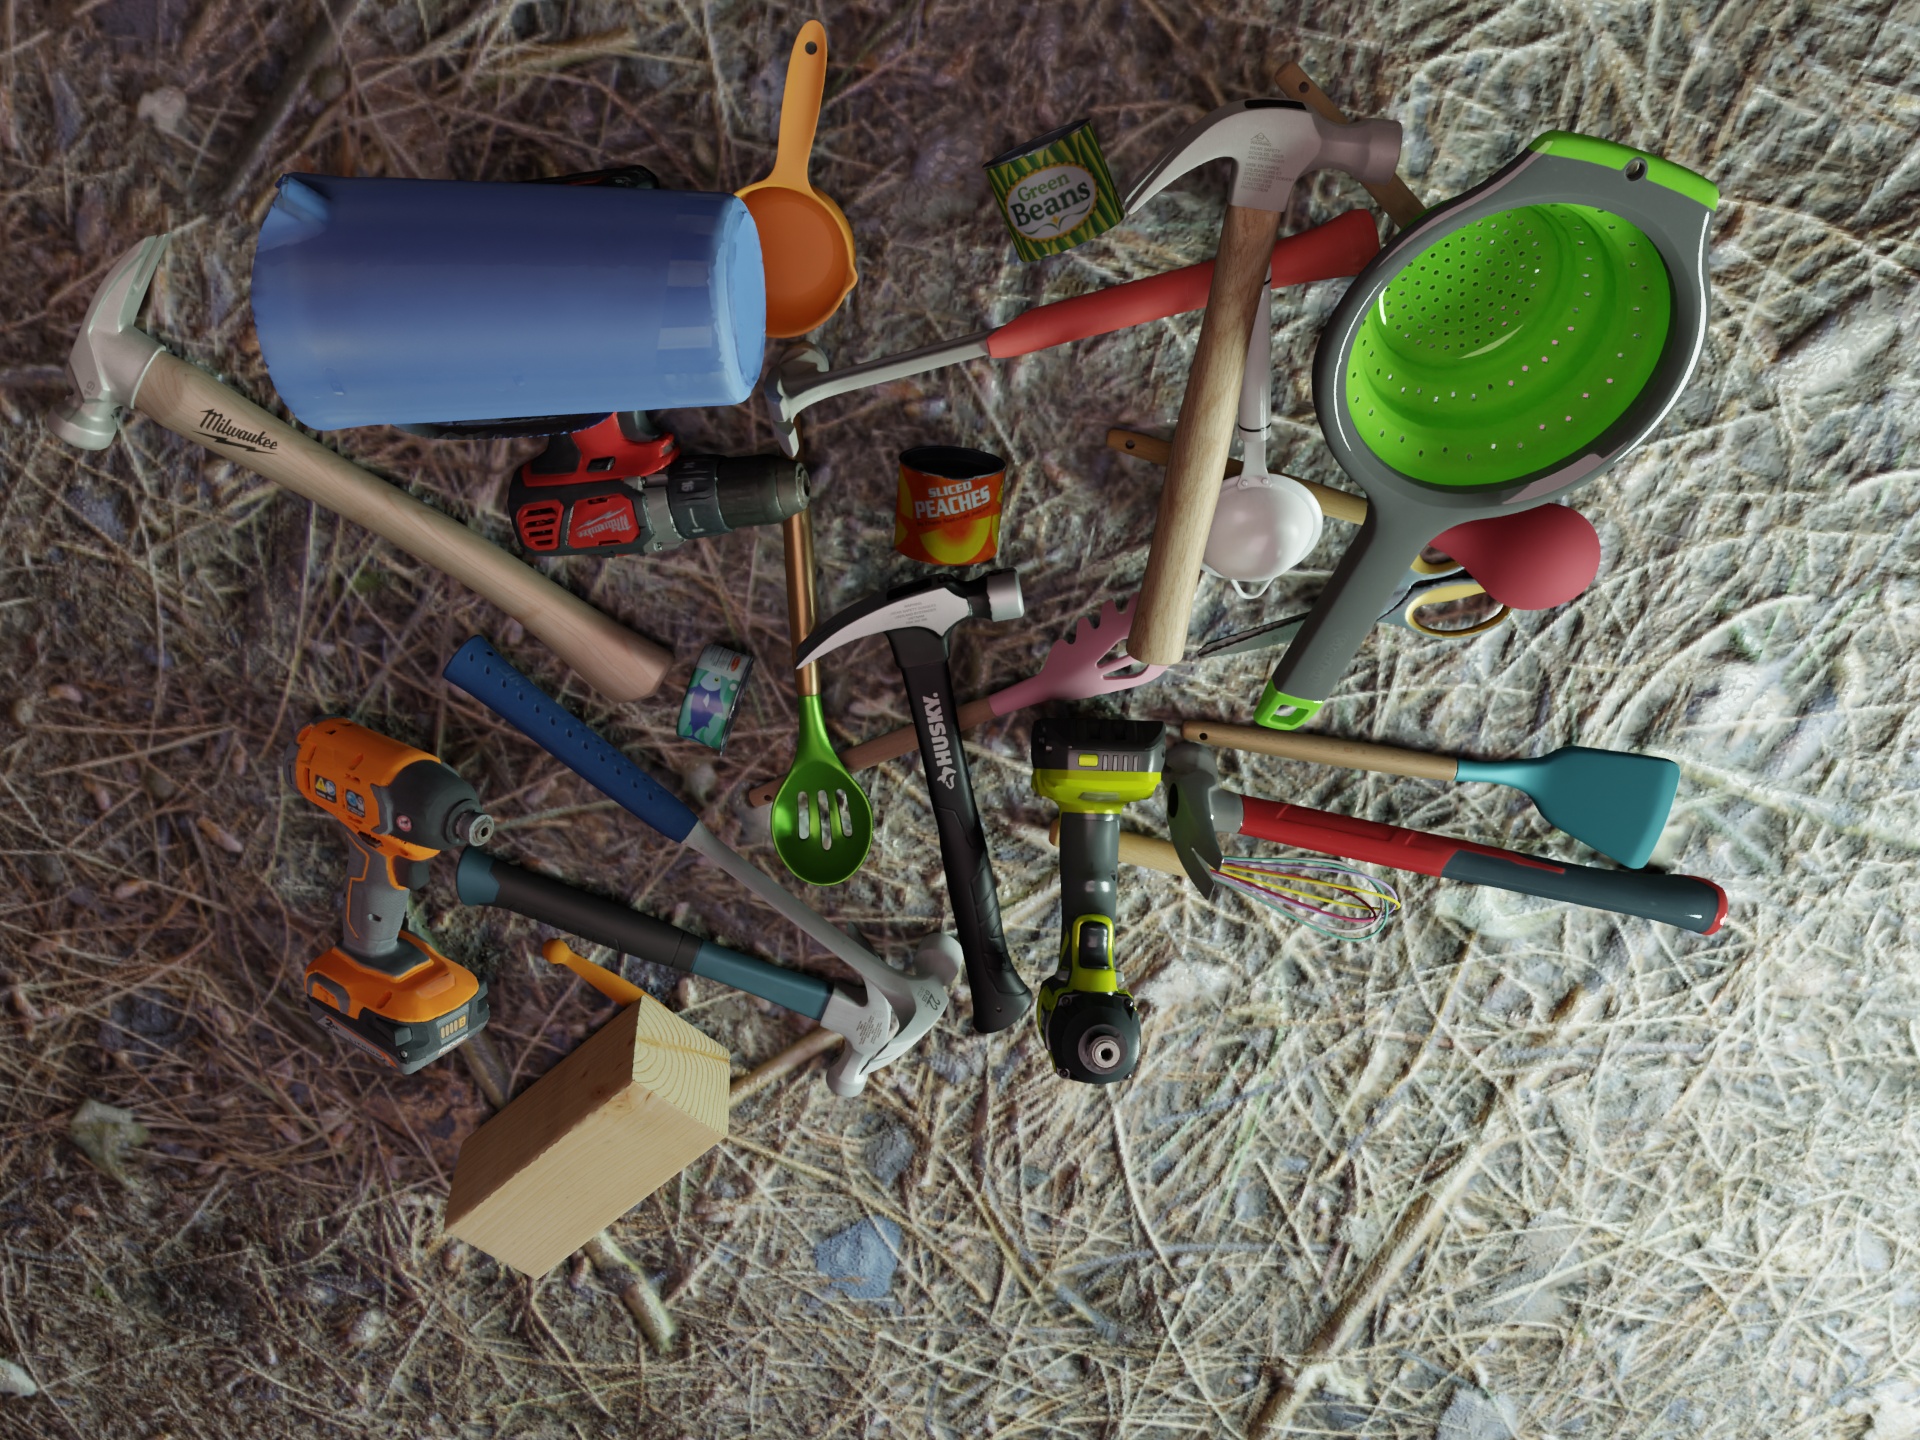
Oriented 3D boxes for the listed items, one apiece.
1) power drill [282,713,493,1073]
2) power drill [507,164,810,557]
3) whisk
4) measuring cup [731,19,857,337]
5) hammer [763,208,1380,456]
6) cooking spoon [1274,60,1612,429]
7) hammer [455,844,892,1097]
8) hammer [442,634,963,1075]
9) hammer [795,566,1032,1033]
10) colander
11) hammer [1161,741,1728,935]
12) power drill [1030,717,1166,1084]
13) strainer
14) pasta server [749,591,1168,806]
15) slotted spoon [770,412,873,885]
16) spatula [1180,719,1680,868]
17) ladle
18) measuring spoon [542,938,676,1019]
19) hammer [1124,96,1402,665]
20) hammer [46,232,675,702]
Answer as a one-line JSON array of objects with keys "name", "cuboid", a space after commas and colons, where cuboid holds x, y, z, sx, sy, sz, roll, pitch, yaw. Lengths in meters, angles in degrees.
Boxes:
[{"name": "power drill", "cuboid": [-0.379, 0.121, 1.083, 0.164, 0.084, 0.226, 19, 117, 27]}, {"name": "power drill", "cuboid": [-0.198, -0.207, 0.953, 0.188, 0.080, 0.226, -4, 117, 10]}, {"name": "whisk", "cuboid": [0.181, 0.105, 1.097, 0.245, 0.047, 0.051, 13, 102, 2]}, {"name": "measuring cup", "cuboid": [-0.096, -0.311, 0.919, 0.095, 0.052, 0.173, 12, 112, -2]}, {"name": "hammer", "cuboid": [0.063, -0.228, 0.911, 0.359, 0.149, 0.036, -14, 116, 2]}, {"name": "cooking spoon", "cuboid": [0.286, -0.259, 0.913, 0.318, 0.017, 0.068, 38, 104, -25]}, {"name": "hammer", "cuboid": [-0.204, 0.166, 1.146, 0.331, 0.033, 0.128, 21, 114, -6]}, {"name": "hammer", "cuboid": [-0.175, 0.083, 1.069, 0.405, 0.144, 0.035, 38, 119, -6]}, {"name": "hammer", "cuboid": [-0.008, 0.066, 1.051, 0.146, 0.035, 0.334, -11, 115, 2]}, {"name": "colander", "cuboid": [0.259, -0.160, 0.914, 0.204, 0.095, 0.396, 11, 131, -15]}, {"name": "hammer", "cuboid": [0.325, 0.099, 1.041, 0.386, 0.143, 0.038, 12, 117, -7]}, {"name": "power drill", "cuboid": [0.084, 0.111, 1.002, 0.080, 0.171, 0.223, 1, 88, -2]}, {"name": "strainer", "cuboid": [0.171, -0.163, 0.932, 0.087, 0.050, 0.258, -5, 130, 5]}, {"name": "pasta server", "cuboid": [-0.002, -0.003, 1.066, 0.316, 0.040, 0.060, -21, 111, 16]}, {"name": "slotted spoon", "cuboid": [-0.098, -0.043, 1.037, 0.070, 0.031, 0.313, -2, 107, 3]}, {"name": "spatula", "cuboid": [0.304, 0.032, 1.054, 0.317, 0.044, 0.082, 8, 118, 0]}, {"name": "ladle", "cuboid": [0.242, -0.133, 0.982, 0.315, 0.031, 0.069, 16, 110, 2]}, {"name": "measuring spoon", "cuboid": [-0.259, 0.198, 1.175, 0.117, 0.011, 0.021, 36, 111, -12]}, {"name": "hammer", "cuboid": [0.136, -0.174, 0.885, 0.130, 0.031, 0.331, 8, 125, -1]}, {"name": "hammer", "cuboid": [-0.363, -0.141, 1.017, 0.410, 0.038, 0.146, 31, 111, -11]}]
